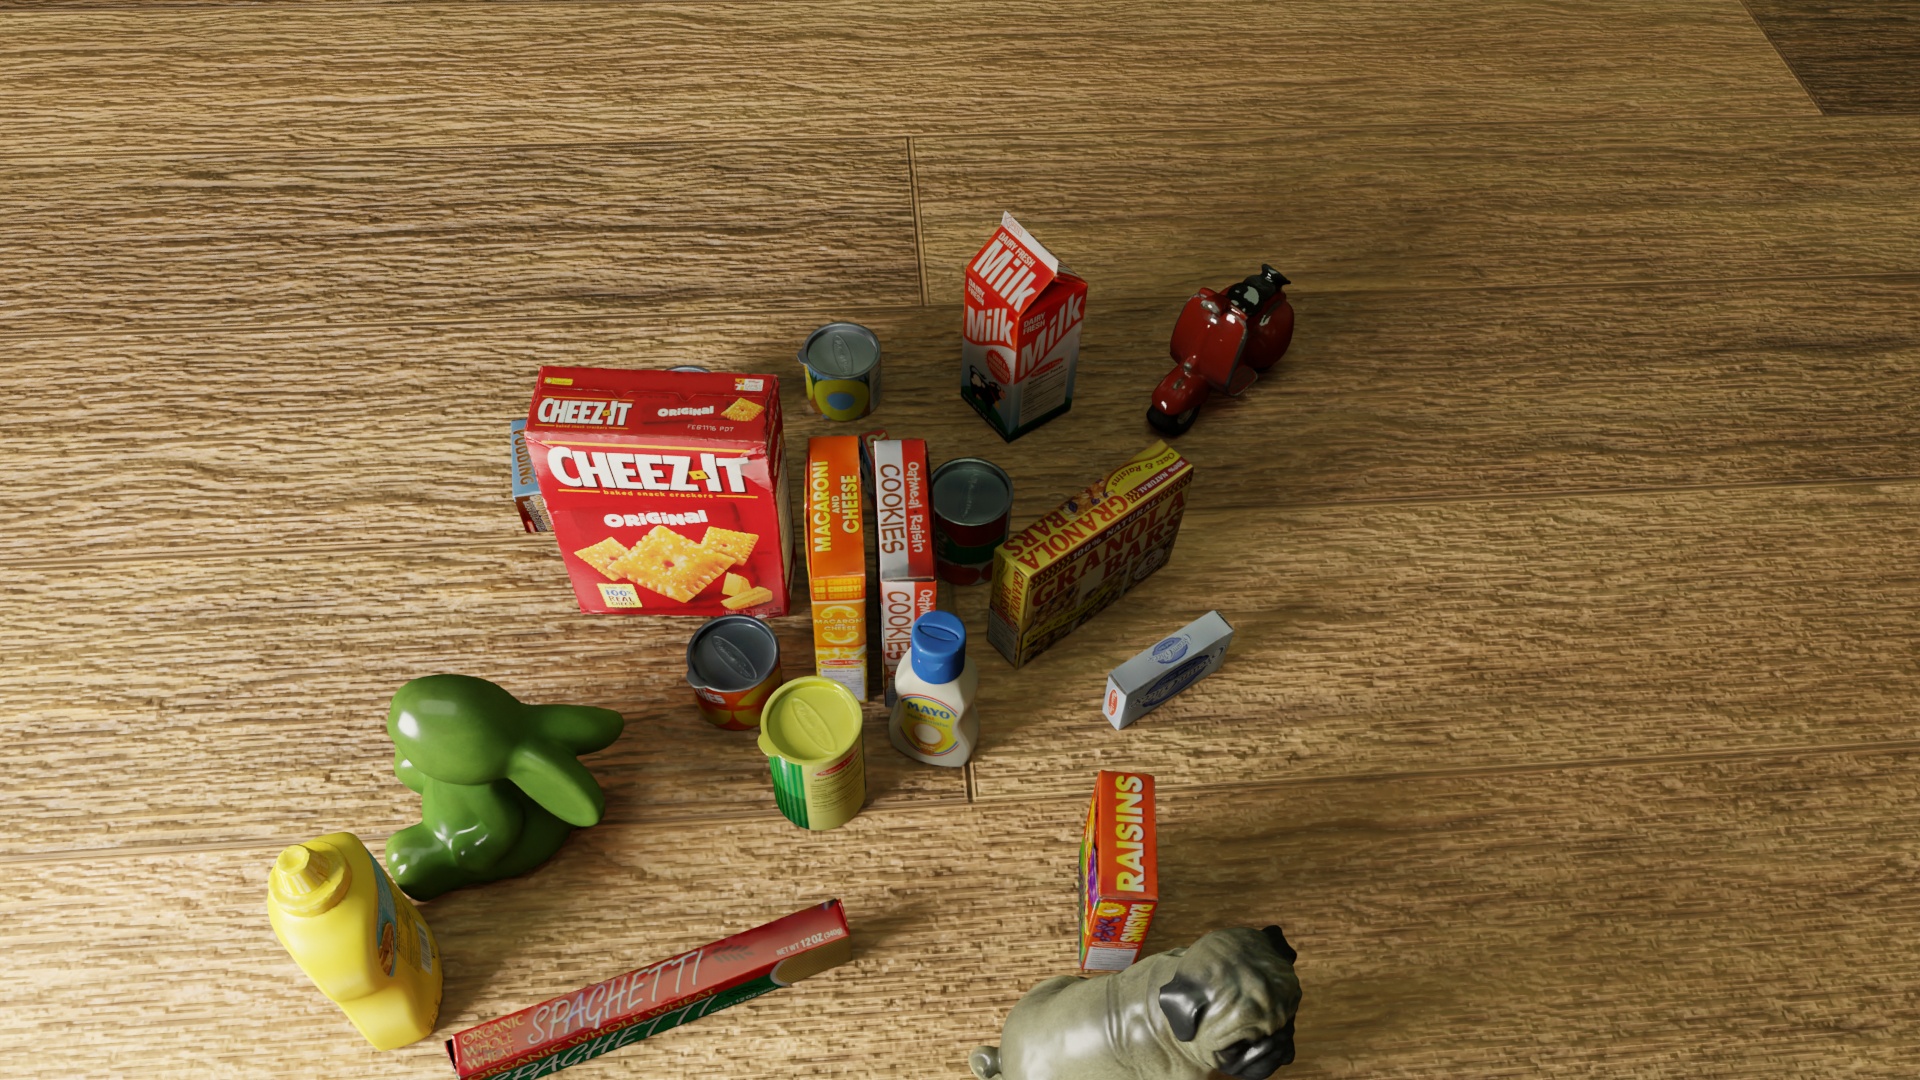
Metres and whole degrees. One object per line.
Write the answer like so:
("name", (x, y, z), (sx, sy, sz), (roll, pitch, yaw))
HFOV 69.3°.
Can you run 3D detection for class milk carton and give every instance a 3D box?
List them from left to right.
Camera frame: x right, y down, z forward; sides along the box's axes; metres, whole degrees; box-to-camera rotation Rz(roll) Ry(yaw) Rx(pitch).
("milk carton", (0.051, -0.178, 1.143), (0.074, 0.189, 0.072), (-29, 60, -22))

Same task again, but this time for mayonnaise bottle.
("mayonnaise bottle", (-0.017, 0.103, 0.956), (0.065, 0.147, 0.041), (15, 54, 8))

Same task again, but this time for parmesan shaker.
("parmesan shaker", (-0.101, 0.148, 0.947), (0.071, 0.102, 0.071), (1, 53, -2))

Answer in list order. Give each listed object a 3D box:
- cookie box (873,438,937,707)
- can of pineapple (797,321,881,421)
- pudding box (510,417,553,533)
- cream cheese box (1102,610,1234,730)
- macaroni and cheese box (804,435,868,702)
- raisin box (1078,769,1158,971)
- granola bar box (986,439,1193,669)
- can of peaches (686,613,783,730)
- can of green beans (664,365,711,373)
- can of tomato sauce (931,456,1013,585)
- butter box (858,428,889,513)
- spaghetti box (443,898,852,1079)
("cookie box", (-0.040, 0.026, 1.001), (0.040, 0.166, 0.123), (-3, 54, -4))
("can of pineapple", (-0.103, -0.145, 1.194), (0.071, 0.057, 0.071), (1, 53, -2))
("pudding box", (-0.342, -0.053, 1.119), (0.030, 0.049, 0.084), (-9, 54, -9))
("cream cheese box", (0.153, 0.096, 1.028), (0.104, 0.053, 0.024), (-28, 59, -21))
("macaroni and cheese box", (-0.088, 0.024, 1.001), (0.040, 0.165, 0.124), (-3, 54, -4))
("raisin box", (0.100, 0.214, 0.894), (0.040, 0.122, 0.086), (4, 53, 1))
("granola bar box", (0.097, 0.011, 1.045), (0.166, 0.123, 0.039), (-33, 61, -24))
("can of peaches", (-0.165, 0.097, 1.010), (0.071, 0.057, 0.071), (1, 53, -2))
("can of green beans", (-0.227, -0.102, 1.156), (0.071, 0.057, 0.071), (1, 53, -2))
("can of tomato sauce", (0.004, -0.014, 1.085), (0.071, 0.082, 0.071), (1, 53, -2))
("butter box", (-0.057, -0.035, 1.116), (0.024, 0.052, 0.104), (-14, 55, -12))
("spaghetti box", (-0.189, 0.287, 0.872), (0.251, 0.050, 0.029), (-17, 56, -14))
